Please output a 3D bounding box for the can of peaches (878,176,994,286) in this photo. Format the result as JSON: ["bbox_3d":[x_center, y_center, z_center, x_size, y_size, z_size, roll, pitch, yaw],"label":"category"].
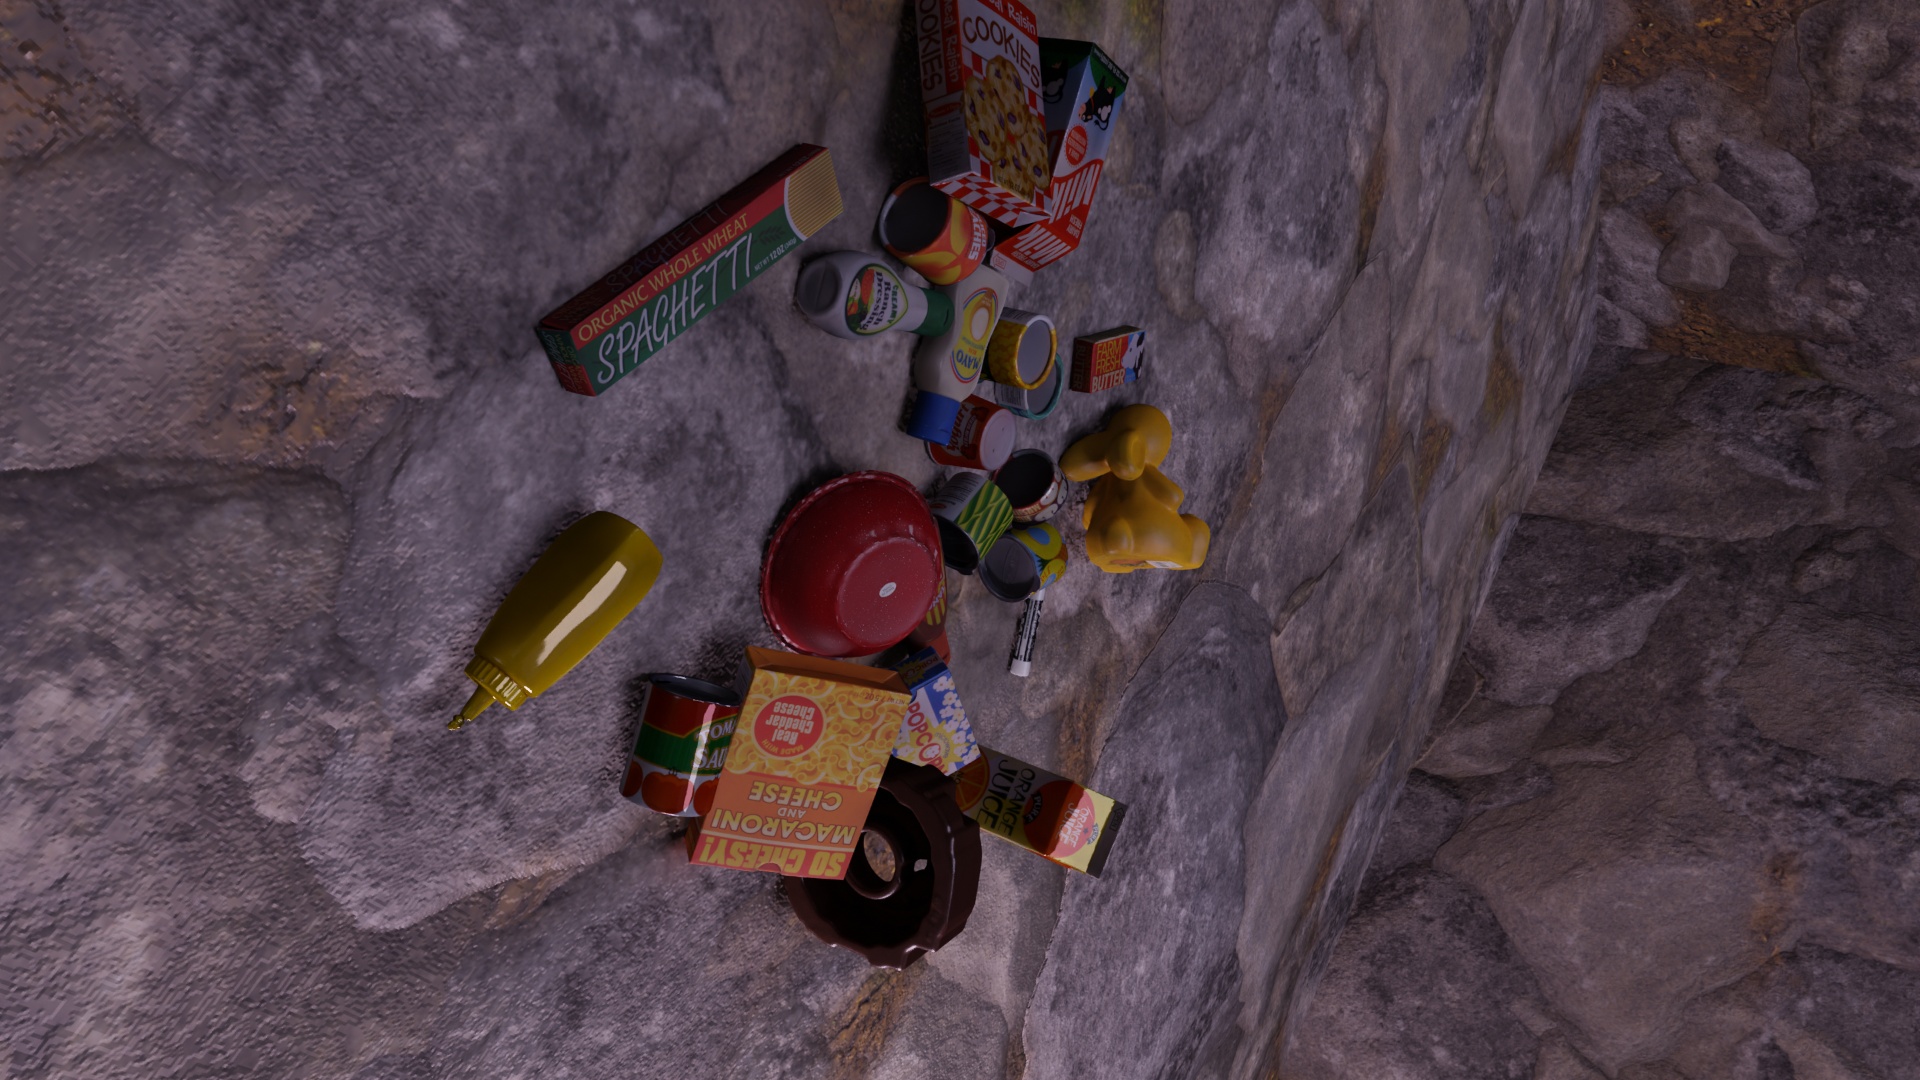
[{"bbox_3d":[-0.018,-0.235,1.053,0.058,0.071,0.071,25,84,-56],"label":"can of peaches"}]

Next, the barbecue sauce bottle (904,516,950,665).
[{"bbox_3d":[-0.037,0.048,1.181,0.065,0.044,0.147,-41,136,-34],"label":"barbecue sauce bottle"}]

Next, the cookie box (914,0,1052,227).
[{"bbox_3d":[0.019,-0.334,1.040,0.123,0.040,0.167,7,77,-58],"label":"cookie box"}]

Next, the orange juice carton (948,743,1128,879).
[{"bbox_3d":[0.058,0.244,1.278,0.073,0.193,0.072,42,69,-56],"label":"orange juice carton"}]

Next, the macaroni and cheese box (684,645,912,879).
[{"bbox_3d":[-0.122,0.168,1.030,0.124,0.040,0.166,13,107,-24],"label":"macaroni and cheese box"}]

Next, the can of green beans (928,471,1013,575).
[{"bbox_3d":[0.003,-0.017,1.193,0.058,0.071,0.071,-51,142,-31],"label":"can of green beans"}]

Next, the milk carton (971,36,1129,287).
[{"bbox_3d":[0.068,-0.309,1.147,0.072,0.073,0.190,14,93,-58],"label":"milk carton"}]

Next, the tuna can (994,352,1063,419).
[{"bbox_3d":[0.064,-0.144,1.257,0.071,0.033,0.070,-30,128,-47],"label":"tuna can"}]

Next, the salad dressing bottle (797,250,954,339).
[{"bbox_3d":[-0.059,-0.179,1.042,0.148,0.044,0.064,-1,108,-57],"label":"salad dressing bottle"}]

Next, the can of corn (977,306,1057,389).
[{"bbox_3d":[0.041,-0.163,1.189,0.071,0.058,0.070,-30,128,-47],"label":"can of corn"}]

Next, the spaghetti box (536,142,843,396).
[{"bbox_3d":[-0.165,-0.179,0.896,0.251,0.029,0.050,-47,139,-35],"label":"spaghetti box"}]

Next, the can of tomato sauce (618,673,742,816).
[{"bbox_3d":[-0.193,0.142,0.965,0.071,0.071,0.083,11,96,-58],"label":"can of tomato sauce"}]

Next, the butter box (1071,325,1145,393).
[{"bbox_3d":[0.146,-0.179,1.373,0.104,0.024,0.053,-23,122,-51],"label":"butter box"}]

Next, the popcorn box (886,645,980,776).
[{"bbox_3d":[-0.039,0.160,1.205,0.085,0.038,0.126,-28,134,-10],"label":"popcorn box"}]

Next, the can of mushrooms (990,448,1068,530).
[{"bbox_3d":[0.061,-0.047,1.266,0.071,0.071,0.033,-62,146,-16],"label":"can of mushrooms"}]

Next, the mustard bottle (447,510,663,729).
[{"bbox_3d":[-0.252,0.053,0.844,0.161,0.065,0.048,-51,137,-21],"label":"mustard bottle"}]

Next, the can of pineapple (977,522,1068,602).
[{"bbox_3d":[0.060,0.020,1.292,0.058,0.071,0.070,-25,124,-50],"label":"can of pineapple"}]

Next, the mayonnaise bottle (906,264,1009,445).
[{"bbox_3d":[-0.006,-0.153,1.137,0.065,0.041,0.148,16,90,-52],"label":"mayonnaise bottle"}]

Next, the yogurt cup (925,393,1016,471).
[{"bbox_3d":[0.011,-0.091,1.180,0.073,0.054,0.072,-32,131,-46],"label":"yogurt cup"}]
